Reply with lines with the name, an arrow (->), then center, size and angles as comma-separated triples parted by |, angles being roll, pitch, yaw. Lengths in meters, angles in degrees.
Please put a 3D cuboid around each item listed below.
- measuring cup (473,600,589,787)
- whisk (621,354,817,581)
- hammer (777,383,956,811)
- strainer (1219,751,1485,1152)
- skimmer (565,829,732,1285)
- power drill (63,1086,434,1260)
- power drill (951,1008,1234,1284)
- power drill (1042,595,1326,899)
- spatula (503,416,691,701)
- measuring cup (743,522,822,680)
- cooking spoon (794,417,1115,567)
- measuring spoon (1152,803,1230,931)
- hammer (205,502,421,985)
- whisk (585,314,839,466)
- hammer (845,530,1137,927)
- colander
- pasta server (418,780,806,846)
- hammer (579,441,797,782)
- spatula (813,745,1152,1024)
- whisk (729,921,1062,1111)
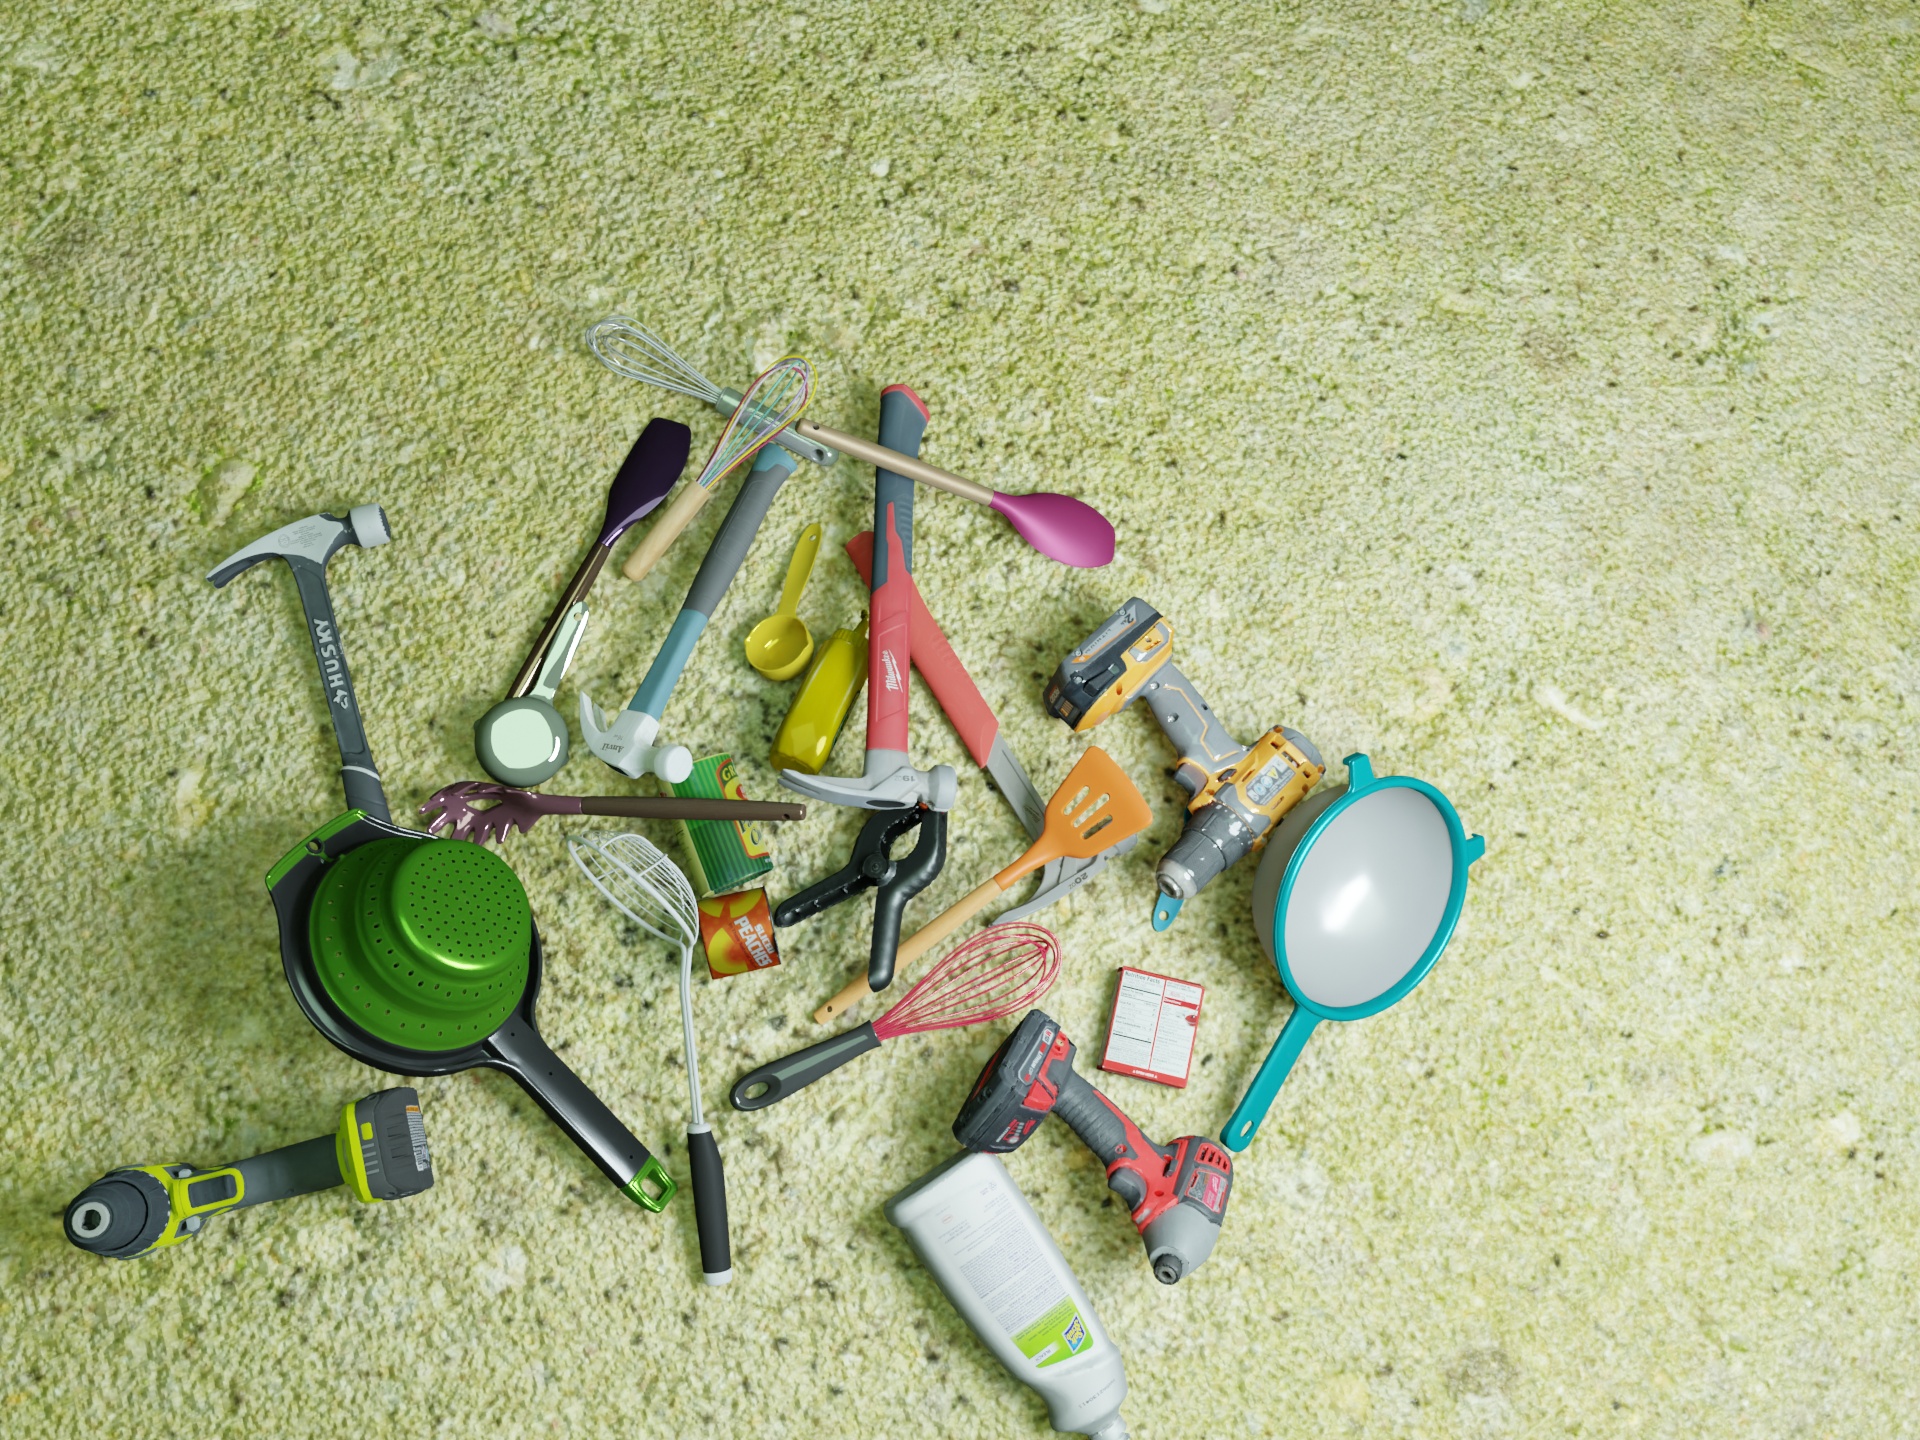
measuring cup -> -0.344, -0.024, 1.316 | 0.083, 0.038, 0.167 | 24, 81, -16
whisk -> -0.208, -0.217, 1.373 | 0.047, 0.051, 0.245 | 39, 89, -13
hammer -> -0.073, -0.114, 1.341 | 0.143, 0.038, 0.387 | 6, 68, -14
strainer -> 0.286, 0.192, 1.330 | 0.210, 0.095, 0.340 | 30, 89, -34
skimmer -> -0.240, 0.263, 1.240 | 0.090, 0.127, 0.363 | -6, 87, -29
power drill -> -0.510, 0.331, 1.146 | 0.228, 0.190, 0.080 | -12, 79, -15
power drill -> 0.111, 0.341, 1.250 | 0.219, 0.143, 0.078 | 36, 119, 2
power drill -> 0.174, 0.027, 1.346 | 0.226, 0.084, 0.185 | 44, 65, 8
spatula -> -0.318, -0.128, 1.368 | 0.060, 0.018, 0.316 | 21, 74, 22
measuring cup -> -0.142, -0.102, 1.385 | 0.062, 0.029, 0.157 | 3, 60, 20
cooking spoon -> 0.003, -0.201, 1.376 | 0.318, 0.017, 0.069 | 17, 66, -25
measuring spoon -> 0.196, 0.124, 1.379 | 0.042, 0.021, 0.128 | 25, 83, 4
hammer -> -0.501, 0.026, 1.300 | 0.149, 0.036, 0.409 | -16, 79, -10
whisk -> -0.219, -0.289, 1.410 | 0.246, 0.057, 0.059 | 27, 41, -4
hammer -> -0.002, -0.004, 1.372 | 0.149, 0.036, 0.359 | -31, 82, -13
colander -> -0.339, 0.216, 1.207 | 0.397, 0.094, 0.204 | 48, 37, -7
pasta server -> -0.277, 0.074, 1.270 | 0.316, 0.060, 0.040 | 1, 37, 12
hammer -> -0.218, -0.100, 1.346 | 0.128, 0.033, 0.331 | 8, 63, 32
spatula -> 0.010, 0.147, 1.302 | 0.322, 0.041, 0.081 | -37, 76, -1
whisk -> -0.052, 0.245, 1.295 | 0.296, 0.073, 0.073 | -25, 81, -6
